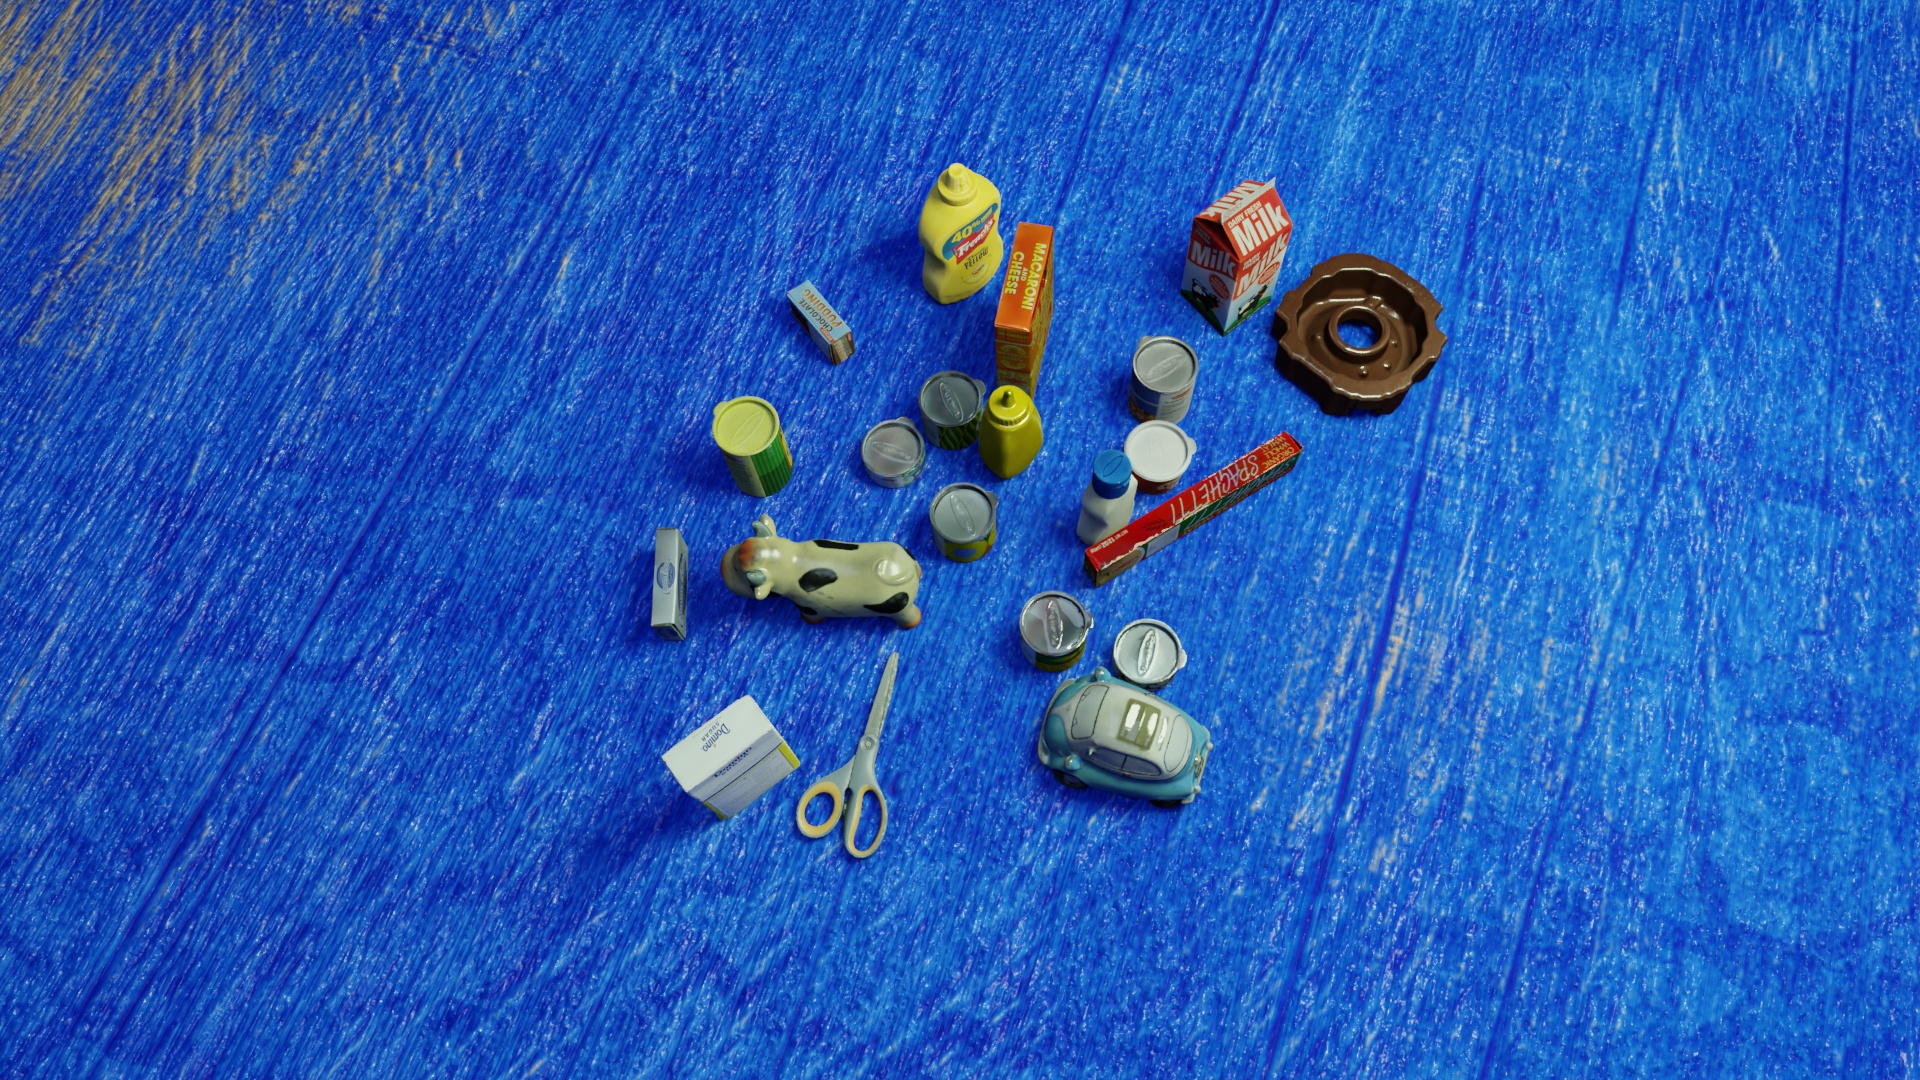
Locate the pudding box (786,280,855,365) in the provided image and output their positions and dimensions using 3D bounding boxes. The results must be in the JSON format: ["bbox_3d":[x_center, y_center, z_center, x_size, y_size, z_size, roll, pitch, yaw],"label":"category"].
[{"bbox_3d":[-0.151,-0.235,1.502,0.030,0.049,0.084,-36,71,-11],"label":"pudding box"}]

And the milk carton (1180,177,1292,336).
[{"bbox_3d":[0.285,-0.300,1.434,0.072,0.190,0.073,-37,71,-11],"label":"milk carton"}]

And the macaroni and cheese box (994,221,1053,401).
[{"bbox_3d":[0.067,-0.228,1.427,0.040,0.166,0.124,10,69,7],"label":"macaroni and cheese box"}]

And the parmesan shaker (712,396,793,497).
[{"bbox_3d":[-0.212,-0.096,1.419,0.071,0.102,0.071,-1,68,2],"label":"parmesan shaker"}]

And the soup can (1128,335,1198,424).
[{"bbox_3d":[0.207,-0.165,1.440,0.071,0.083,0.071,-1,68,2],"label":"soup can"}]

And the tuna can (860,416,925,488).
[{"bbox_3d":[-0.068,-0.092,1.449,0.071,0.032,0.071,-1,68,2],"label":"tuna can"}]

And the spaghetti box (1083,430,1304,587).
[{"bbox_3d":[0.235,-0.032,1.402,0.250,0.050,0.029,-30,70,-10],"label":"spaghetti box"}]

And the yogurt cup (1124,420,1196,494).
[{"bbox_3d":[0.200,-0.082,1.422,0.072,0.053,0.072,-1,68,2],"label":"yogurt cup"}]

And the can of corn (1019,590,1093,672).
[{"bbox_3d":[0.093,0.089,1.354,0.071,0.058,0.071,-1,68,2],"label":"can of corn"}]

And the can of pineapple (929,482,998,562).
[{"bbox_3d":[0.005,-0.018,1.402,0.071,0.057,0.071,-1,68,2],"label":"can of pineapple"}]

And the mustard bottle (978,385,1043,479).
[{"bbox_3d":[0.049,-0.116,1.385,0.065,0.159,0.049,-42,72,-13],"label":"mustard bottle"}]

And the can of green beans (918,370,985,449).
[{"bbox_3d":[-0.009,-0.135,1.451,0.071,0.057,0.071,-1,68,2],"label":"can of green beans"}]

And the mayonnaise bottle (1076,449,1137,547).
[{"bbox_3d":[0.144,-0.043,1.357,0.041,0.147,0.065,39,75,16],"label":"mayonnaise bottle"}]

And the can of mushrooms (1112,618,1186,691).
[{"bbox_3d":[0.184,0.113,1.353,0.071,0.033,0.071,-1,68,2],"label":"can of mushrooms"}]

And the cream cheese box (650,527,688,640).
[{"bbox_3d":[-0.290,0.044,1.391,0.024,0.053,0.104,-3,68,1],"label":"cream cheese box"}]
